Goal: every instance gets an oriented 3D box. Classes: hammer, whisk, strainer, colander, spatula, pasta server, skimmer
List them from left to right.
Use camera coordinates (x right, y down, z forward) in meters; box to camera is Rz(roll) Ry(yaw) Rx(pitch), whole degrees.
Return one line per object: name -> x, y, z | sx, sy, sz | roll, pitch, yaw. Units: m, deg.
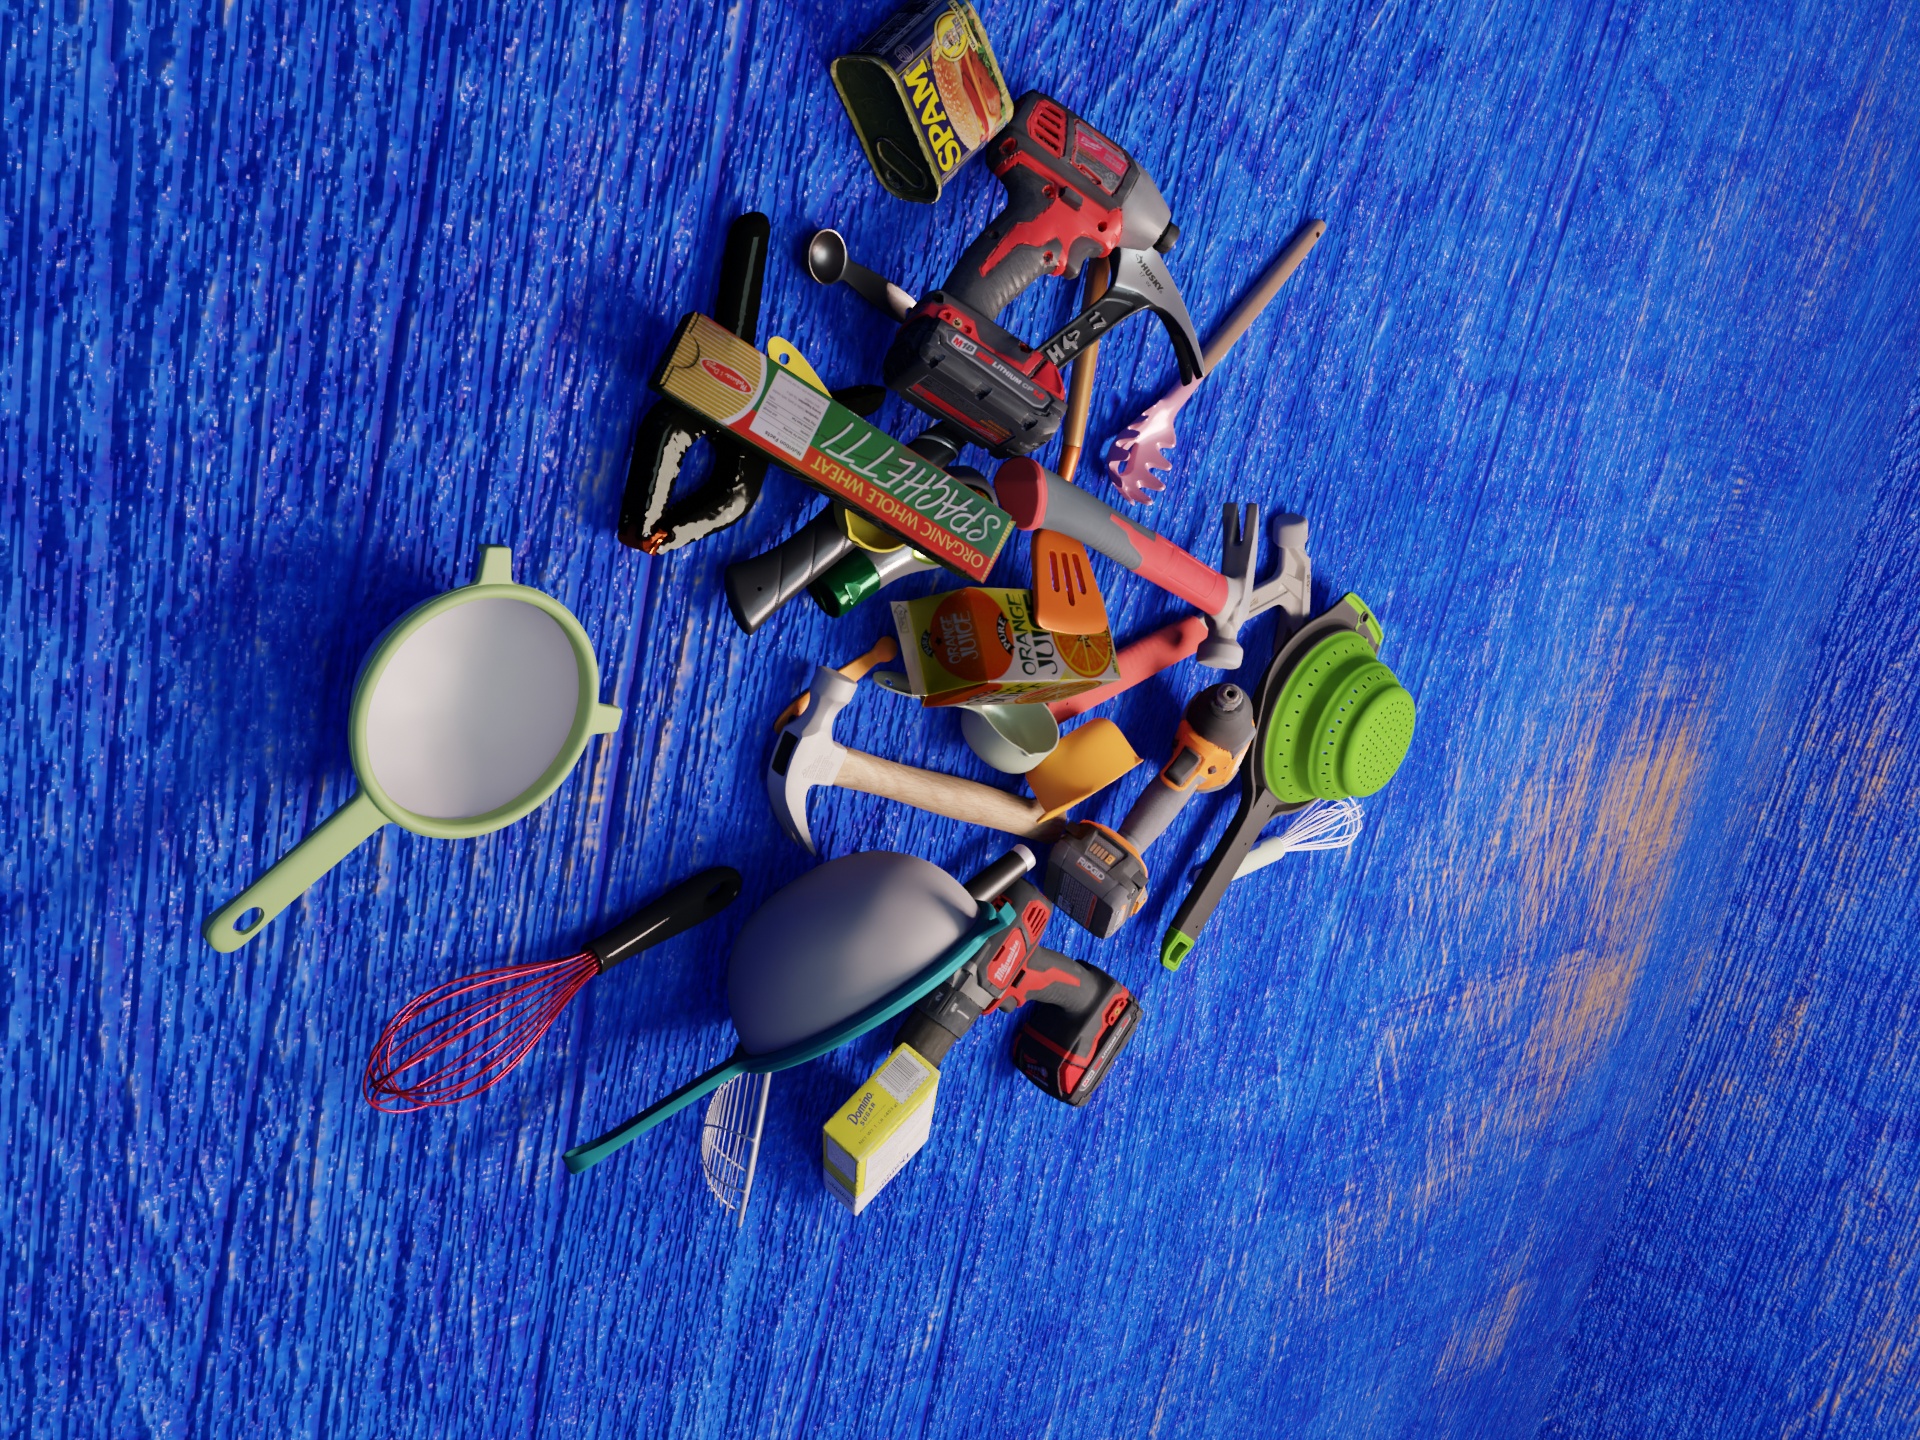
strainer -> -0.320, 0.022, 0.881 | 0.256, 0.069, 0.151 | -45, 138, -19
whisk -> -0.255, 0.165, 1.031 | 0.296, 0.073, 0.073 | -29, 128, -41
strainer -> -0.139, 0.183, 1.104 | 0.340, 0.211, 0.095 | -30, 96, -19
skimmer -> -0.058, 0.232, 1.223 | 0.363, 0.090, 0.127 | -37, 164, -24
hammer -> -0.023, 0.057, 1.225 | 0.331, 0.031, 0.130 | 19, 99, -50
hammer -> 0.001, -0.194, 1.087 | 0.409, 0.036, 0.149 | -41, 100, -17
spatula -> 0.093, -0.226, 1.173 | 0.081, 0.041, 0.322 | 1, 100, -45
hammer -> 0.137, -0.144, 1.198 | 0.386, 0.038, 0.143 | 17, 80, -57
hammer -> 0.185, -0.059, 1.382 | 0.359, 0.037, 0.149 | -27, 127, -35
pasta server -> 0.212, -0.298, 1.289 | 0.316, 0.040, 0.060 | -51, 136, -16
whisk -> 0.325, 0.125, 1.614 | 0.246, 0.058, 0.059 | -18, 87, -36
colander -> 0.320, 0.076, 1.495 | 0.397, 0.095, 0.204 | -59, 140, -5

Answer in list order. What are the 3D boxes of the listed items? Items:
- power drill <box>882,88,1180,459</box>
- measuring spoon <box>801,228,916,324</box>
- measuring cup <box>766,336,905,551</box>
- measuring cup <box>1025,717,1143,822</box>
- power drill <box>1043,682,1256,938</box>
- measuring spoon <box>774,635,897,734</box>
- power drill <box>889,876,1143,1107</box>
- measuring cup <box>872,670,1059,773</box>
power drill -> 0.053, -0.292, 1.052 | 0.143, 0.078, 0.220 | 30, 76, -17
measuring spoon -> -0.064, -0.284, 1.036 | 0.124, 0.018, 0.034 | 18, 88, -55
measuring cup -> -0.080, -0.175, 1.006 | 0.062, 0.029, 0.156 | -42, 116, -16
measuring cup -> 0.080, 0.041, 1.243 | 0.095, 0.052, 0.173 | -34, 175, 23
power drill -> 0.170, 0.066, 1.357 | 0.226, 0.084, 0.164 | -48, 165, -18
measuring spoon -> -0.087, -0.024, 1.139 | 0.117, 0.011, 0.021 | -38, 132, -26
power drill -> 0.045, 0.253, 1.366 | 0.188, 0.080, 0.226 | -55, 135, -11
measuring cup -> -0.002, -0.004, 1.211 | 0.167, 0.083, 0.038 | 15, 133, -30
